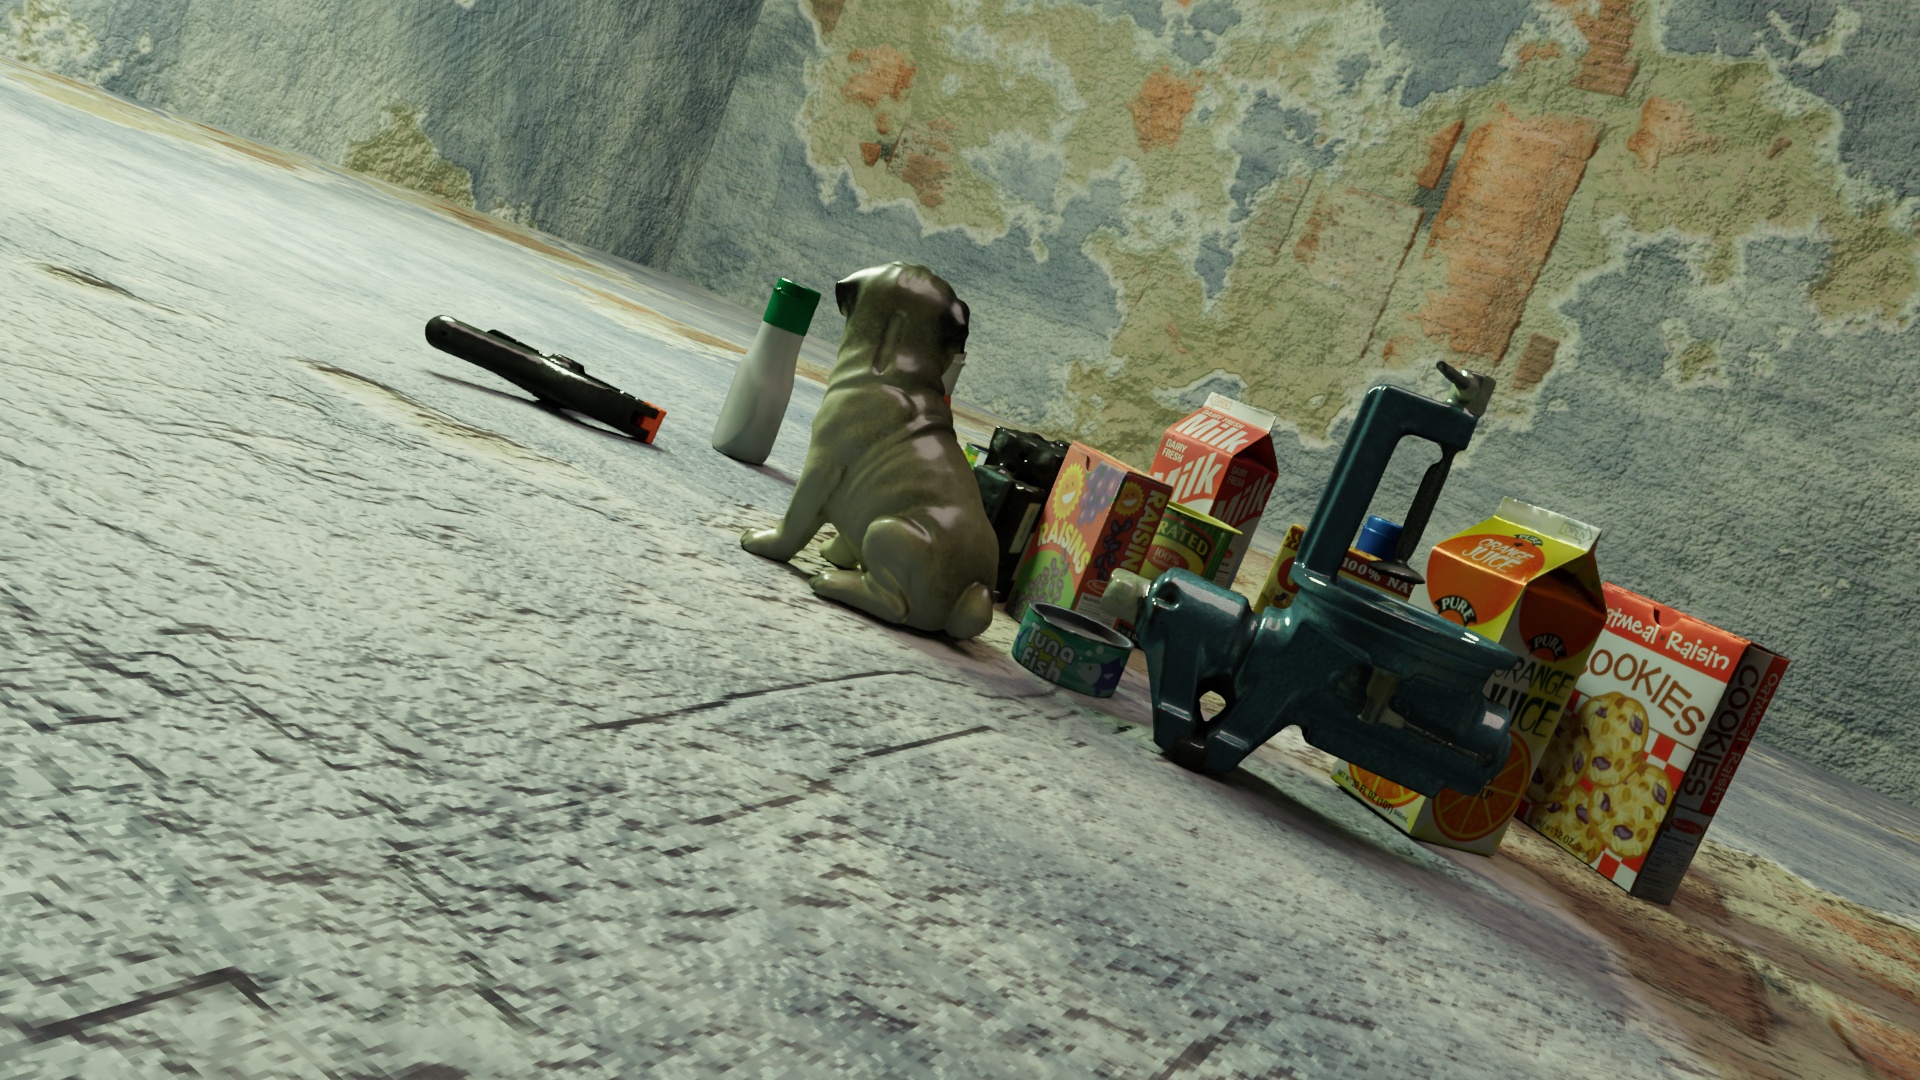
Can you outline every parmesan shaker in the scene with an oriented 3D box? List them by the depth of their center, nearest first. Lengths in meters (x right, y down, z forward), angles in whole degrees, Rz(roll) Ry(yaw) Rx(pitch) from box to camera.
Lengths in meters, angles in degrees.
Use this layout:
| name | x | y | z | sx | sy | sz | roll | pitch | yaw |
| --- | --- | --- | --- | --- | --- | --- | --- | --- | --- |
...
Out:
| name | x | y | z | sx | sy | sz | roll | pitch | yaw |
| --- | --- | --- | --- | --- | --- | --- | --- | --- | --- |
| parmesan shaker | 0.152 | 0.028 | 1.008 | 0.071 | 0.103 | 0.071 | 21 | 8 | -3 |

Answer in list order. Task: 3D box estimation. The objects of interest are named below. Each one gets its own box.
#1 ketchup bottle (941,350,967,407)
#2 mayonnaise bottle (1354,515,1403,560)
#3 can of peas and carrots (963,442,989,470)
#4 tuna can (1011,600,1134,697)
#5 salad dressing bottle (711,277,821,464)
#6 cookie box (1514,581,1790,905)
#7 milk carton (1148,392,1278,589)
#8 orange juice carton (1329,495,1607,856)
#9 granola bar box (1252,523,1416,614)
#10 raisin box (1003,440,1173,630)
| name | x | y | z | sx | sy | sz | roll | pitch | yaw |
| --- | --- | --- | --- | --- | --- | --- | --- | --- | --- |
| ketchup bottle | -0.037 | -0.084 | 1.077 | 0.043 | 0.148 | 0.065 | 23 | 8 | 11 |
| mayonnaise bottle | 0.298 | 0.055 | 1.053 | 0.041 | 0.148 | 0.065 | 24 | 8 | 14 |
| can of peas and carrots | 0.026 | -0.061 | 1.401 | 0.071 | 0.058 | 0.071 | 21 | 8 | -3 |
| tuna can | 0.064 | 0.063 | 0.807 | 0.071 | 0.032 | 0.071 | 21 | 8 | -3 |
| salad dressing bottle | -0.155 | -0.137 | 1.117 | 0.044 | 0.147 | 0.064 | 17 | 9 | -34 |
| cookie box | 0.427 | 0.124 | 0.880 | 0.040 | 0.167 | 0.123 | 19 | 9 | -22 |
| milk carton | 0.192 | -0.022 | 1.127 | 0.073 | 0.190 | 0.072 | 14 | 11 | -46 |
| orange juice carton | 0.292 | 0.072 | 0.783 | 0.073 | 0.192 | 0.072 | 18 | 9 | -28 |
| granola bar box | 0.280 | 0.077 | 0.951 | 0.166 | 0.124 | 0.039 | 24 | 8 | 17 |
| raisin box | 0.080 | 0.006 | 0.894 | 0.040 | 0.123 | 0.086 | 18 | 9 | -24 |
